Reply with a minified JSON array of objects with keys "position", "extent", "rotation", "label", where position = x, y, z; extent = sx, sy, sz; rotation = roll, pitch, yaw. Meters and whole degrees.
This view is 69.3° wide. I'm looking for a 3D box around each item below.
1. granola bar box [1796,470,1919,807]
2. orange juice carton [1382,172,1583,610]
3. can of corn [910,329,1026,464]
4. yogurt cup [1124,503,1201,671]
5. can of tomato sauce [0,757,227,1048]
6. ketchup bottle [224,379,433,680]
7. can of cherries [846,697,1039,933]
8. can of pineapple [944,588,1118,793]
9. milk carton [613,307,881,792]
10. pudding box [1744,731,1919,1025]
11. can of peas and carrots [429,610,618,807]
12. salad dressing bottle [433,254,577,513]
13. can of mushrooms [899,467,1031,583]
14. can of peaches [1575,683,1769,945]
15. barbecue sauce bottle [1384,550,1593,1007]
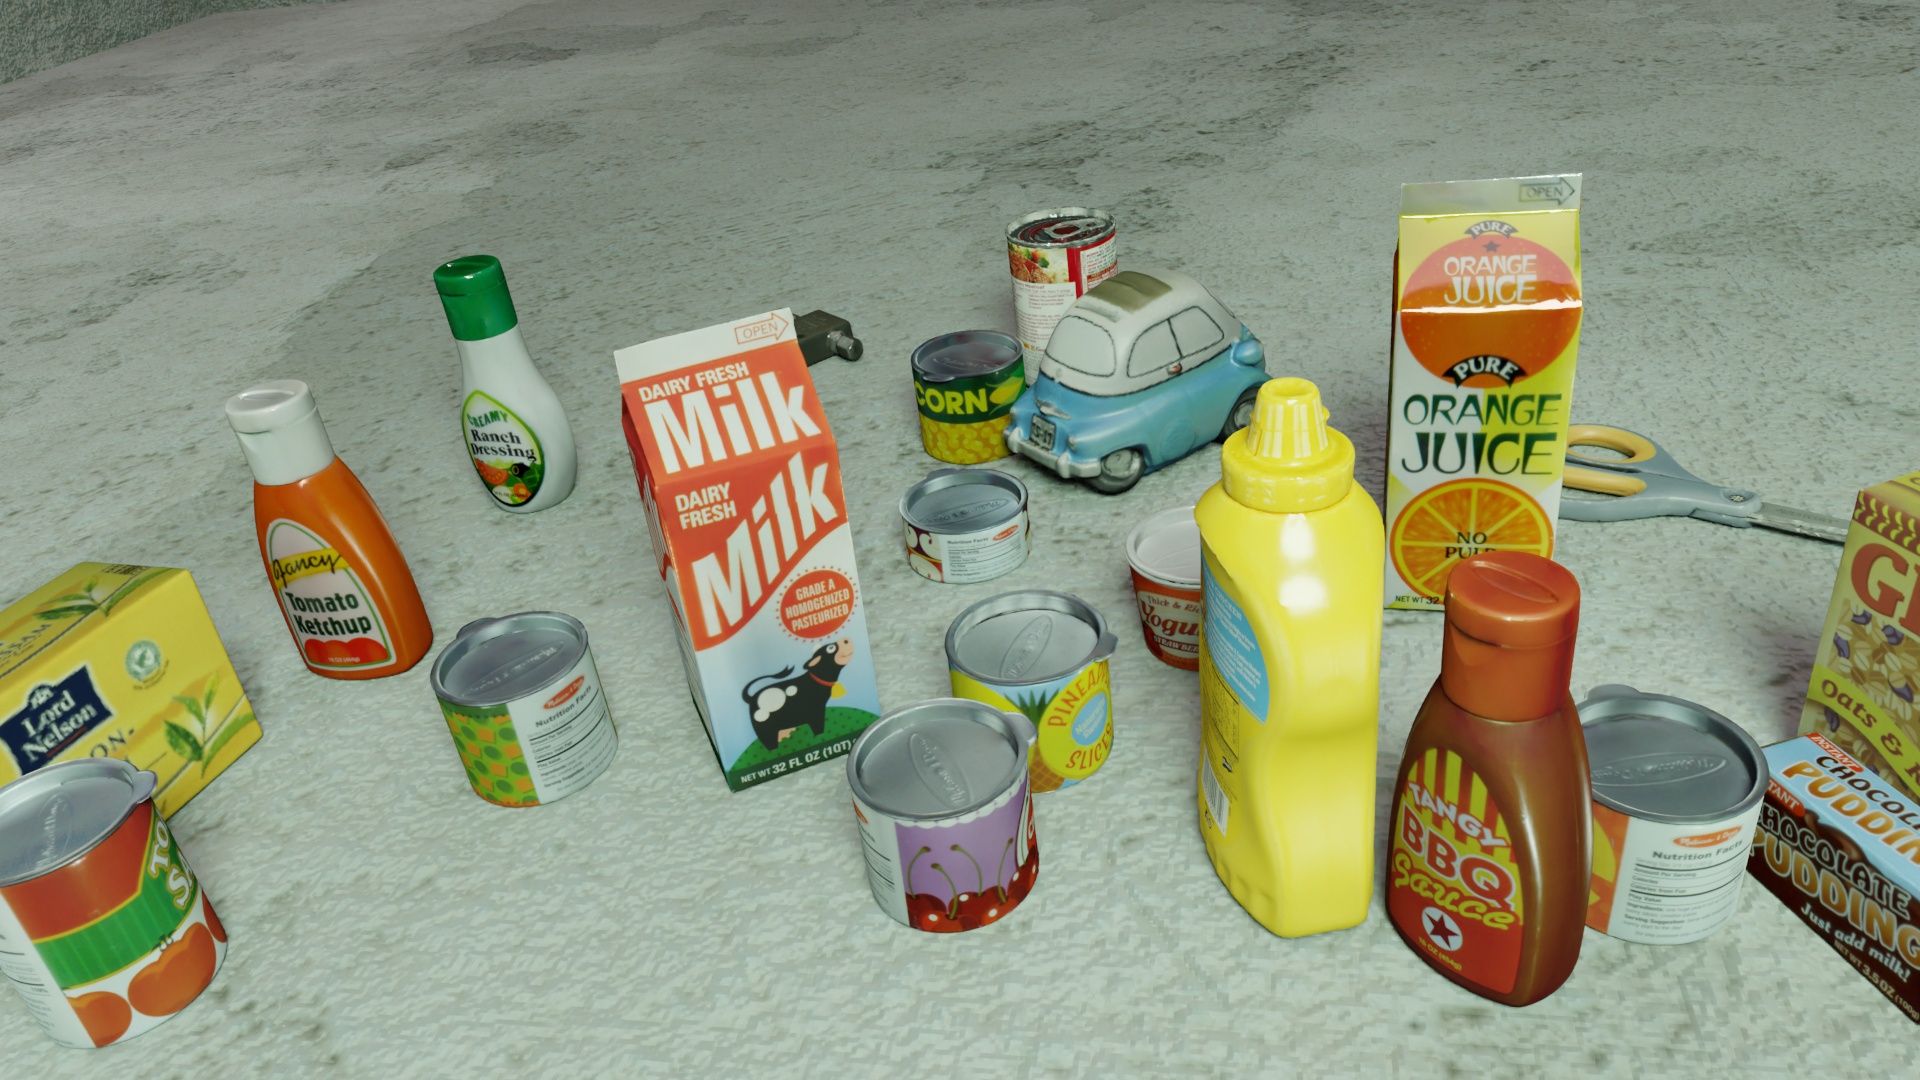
[{"position":[0.349,0.067,0.431],"extent":[0.039,0.123,0.166],"rotation":[-15,32,-12],"label":"granola bar box"},{"position":[0.225,-0.065,0.610],"extent":[0.072,0.191,0.073],"rotation":[2,32,15],"label":"orange juice carton"},{"position":[0.006,-0.084,0.818],"extent":[0.071,0.058,0.071],"rotation":[-6,31,3],"label":"can of corn"},{"position":[0.109,0.022,0.625],"extent":[0.072,0.053,0.073],"rotation":[-6,31,3],"label":"yogurt cup"},{"position":[-0.316,0.131,0.509],"extent":[0.071,0.082,0.071],"rotation":[-6,31,3],"label":"can of tomato sauce"},{"position":[-0.306,-0.003,0.666],"extent":[0.065,0.148,0.044],"rotation":[-1,31,10],"label":"ketchup bottle"},{"position":[-0.003,0.101,0.515],"extent":[0.071,0.058,0.072],"rotation":[-6,31,3],"label":"can of cherries"},{"position":[0.031,0.062,0.572],"extent":[0.071,0.057,0.071],"rotation":[-6,31,3],"label":"can of pineapple"},{"position":[-0.087,0.001,0.571],"extent":[0.072,0.189,0.074],"rotation":[-17,32,-16],"label":"milk carton"},{"position":[0.294,0.106,0.449],"extent":[0.030,0.049,0.084],"rotation":[-14,31,-10],"label":"pudding box"},{"position":[-0.189,0.072,0.603],"extent":[0.071,0.058,0.071],"rotation":[-6,31,3],"label":"can of peas and carrots"},{"position":[-0.263,-0.089,0.799],"extent":[0.064,0.147,0.044],"rotation":[5,33,21],"label":"salad dressing bottle"},{"position":[0.003,-0.009,0.719],"extent":[0.071,0.033,0.071],"rotation":[-5,31,3],"label":"can of mushrooms"},{"position":[0.234,0.093,0.477],"extent":[0.071,0.057,0.071],"rotation":[-6,31,3],"label":"can of peaches"},{"position":[0.167,0.074,0.435],"extent":[0.044,0.147,0.065],"rotation":[-25,35,-26],"label":"barbecue sauce bottle"}]
